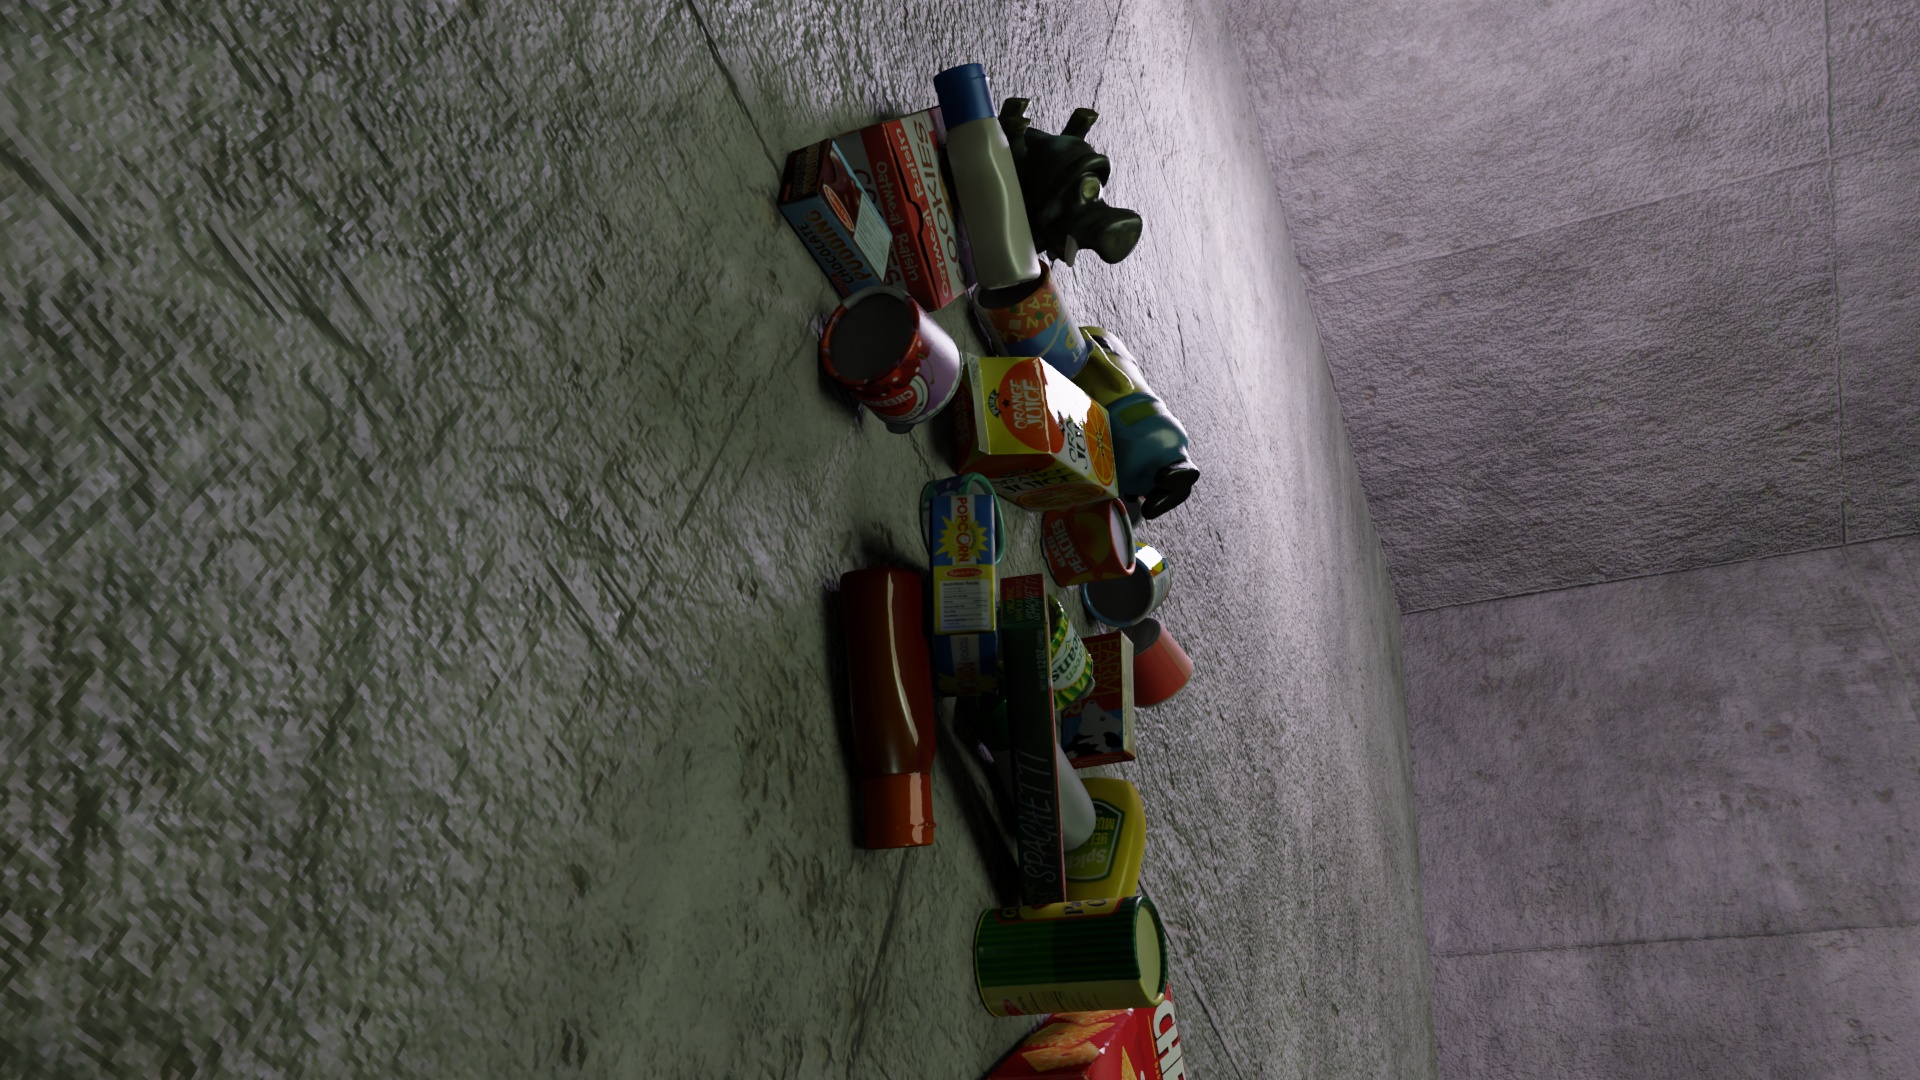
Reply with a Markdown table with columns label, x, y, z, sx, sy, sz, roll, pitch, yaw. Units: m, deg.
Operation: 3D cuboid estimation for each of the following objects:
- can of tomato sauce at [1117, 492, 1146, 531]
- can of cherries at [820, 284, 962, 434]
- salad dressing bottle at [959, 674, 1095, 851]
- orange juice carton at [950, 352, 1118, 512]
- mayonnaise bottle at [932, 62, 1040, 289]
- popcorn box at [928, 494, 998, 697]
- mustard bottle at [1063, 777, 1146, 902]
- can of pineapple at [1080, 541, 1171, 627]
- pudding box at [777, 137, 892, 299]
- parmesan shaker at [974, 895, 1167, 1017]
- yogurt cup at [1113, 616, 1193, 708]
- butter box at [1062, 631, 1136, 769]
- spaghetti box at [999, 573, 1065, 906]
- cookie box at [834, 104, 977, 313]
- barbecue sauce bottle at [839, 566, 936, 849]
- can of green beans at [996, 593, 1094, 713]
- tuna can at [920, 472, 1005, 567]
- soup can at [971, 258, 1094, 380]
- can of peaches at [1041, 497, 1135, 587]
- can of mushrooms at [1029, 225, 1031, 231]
| label | x | y | z | sx | sy | sz | roll | pitch | yaw |
| --- | --- | --- | --- | --- | --- | --- | --- | --- | --- |
| can of tomato sauce | 0.132 | -0.054 | 1.201 | 0.083 | 0.071 | 0.071 | -75 | 146 | -47 |
| can of cherries | -0.041 | -0.106 | 0.816 | 0.058 | 0.071 | 0.072 | 39 | 45 | -58 |
| salad dressing bottle | 0.045 | 0.149 | 0.928 | 0.064 | 0.044 | 0.147 | -84 | 152 | -49 |
| orange juice carton | 0.048 | -0.077 | 1.006 | 0.192 | 0.073 | 0.072 | 22 | 59 | -63 |
| mayonnaise bottle | 0.017 | -0.248 | 0.950 | 0.065 | 0.041 | 0.148 | -31 | 108 | -69 |
| popcorn box | 0.003 | 0.036 | 0.829 | 0.126 | 0.038 | 0.085 | 87 | 1 | -67 |
| mustard bottle | 0.091 | 0.243 | 0.968 | 0.048 | 0.065 | 0.161 | 63 | 30 | -43 |
| can of pineapple | 0.140 | 0.036 | 1.184 | 0.058 | 0.071 | 0.071 | -21 | 99 | -68 |
| pudding box | -0.073 | -0.191 | 0.828 | 0.083 | 0.030 | 0.050 | 53 | 35 | -47 |
| parmesan shaker | 0.070 | 0.256 | 0.855 | 0.071 | 0.103 | 0.071 | -12 | 91 | -68 |
| yogurt cup | 0.161 | 0.103 | 1.203 | 0.053 | 0.072 | 0.073 | 58 | 29 | -25 |
| butter box | 0.107 | 0.123 | 1.076 | 0.024 | 0.053 | 0.104 | 48 | 37 | -48 |
| spaghetti box | 0.046 | 0.138 | 0.858 | 0.050 | 0.029 | 0.248 | -87 | 172 | -58 |
| cookie box | -0.022 | -0.232 | 0.956 | 0.168 | 0.040 | 0.122 | -51 | 126 | -62 |
| barbecue sauce bottle | -0.037 | 0.092 | 0.757 | 0.065 | 0.043 | 0.149 | 35 | 48 | -69 |
| can of green beans | 0.049 | 0.076 | 0.942 | 0.071 | 0.071 | 0.057 | -80 | 149 | -42 |
| tuna can | 0.003 | -0.012 | 0.919 | 0.071 | 0.033 | 0.071 | -12 | 91 | -67 |
| soup can | 0.056 | -0.167 | 1.072 | 0.072 | 0.071 | 0.083 | -80 | 149 | -42 |
| can of peaches | 0.104 | 0.001 | 1.121 | 0.071 | 0.058 | 0.071 | -12 | 91 | -68 |
| can of mushrooms | 0.052 | -0.271 | 1.116 | 0.033 | 0.071 | 0.071 | 13 | 67 | -65 |
